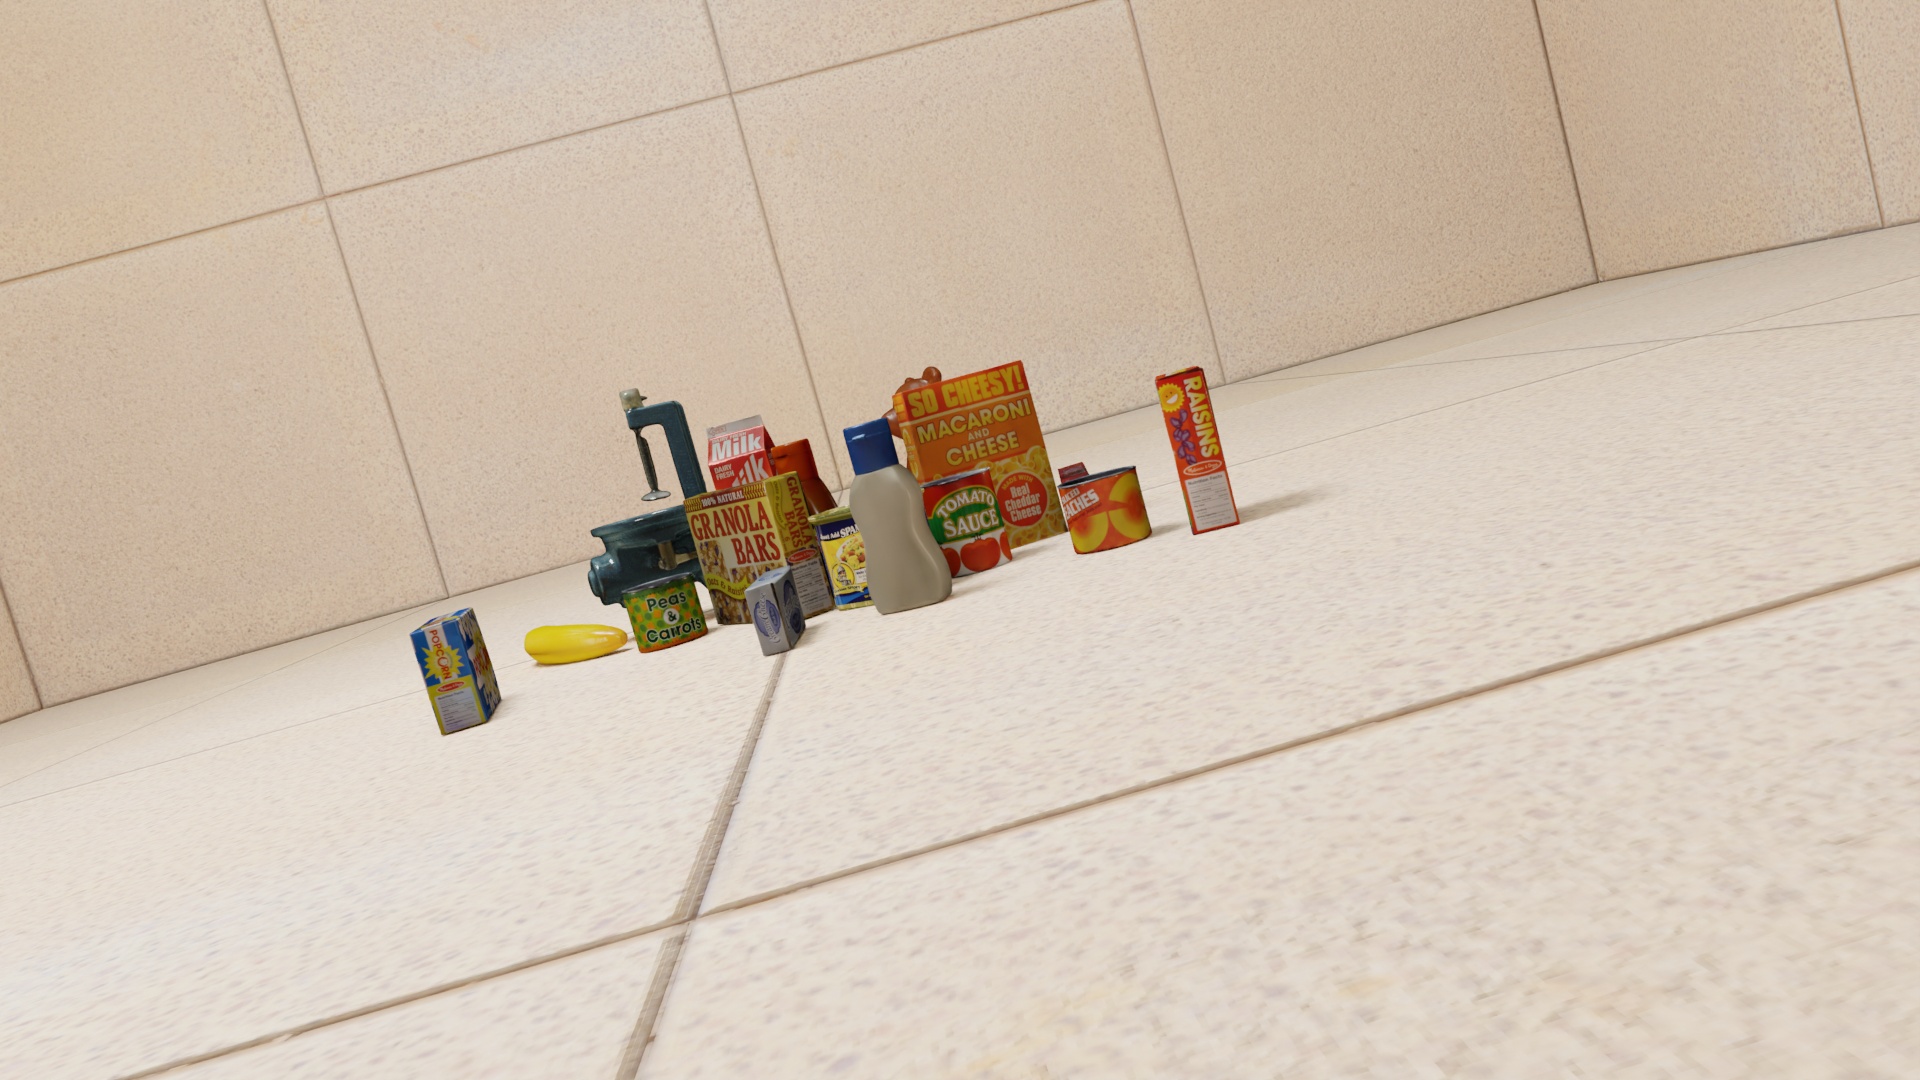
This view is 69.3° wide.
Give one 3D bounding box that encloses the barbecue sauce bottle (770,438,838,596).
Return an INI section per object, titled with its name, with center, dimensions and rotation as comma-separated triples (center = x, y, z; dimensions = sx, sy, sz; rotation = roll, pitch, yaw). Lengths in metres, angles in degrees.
[barbecue sauce bottle]
center = -0.138, -0.019, 1.286
dimensions = 0.064, 0.148, 0.044
rotation = -12, 6, 35

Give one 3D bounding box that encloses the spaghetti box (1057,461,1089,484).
[spaghetti box]
center = 0.115, -0.042, 1.339
dimensions = 0.029, 0.050, 0.250
rotation = -15, 6, 4

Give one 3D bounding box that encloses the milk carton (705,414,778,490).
[milk carton]
center = -0.244, -0.050, 1.651
dimensions = 0.072, 0.190, 0.073
rotation = -15, 5, 4

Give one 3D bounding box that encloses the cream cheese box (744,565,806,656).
[cream cheese box]
center = -0.141, 0.053, 1.074
dimensions = 0.024, 0.053, 0.104
rotation = -15, 6, 2

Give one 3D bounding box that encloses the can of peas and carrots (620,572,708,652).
[can of peas and carrots]
center = -0.268, 0.065, 1.264
dimensions = 0.071, 0.058, 0.071
rotation = -15, 5, 2

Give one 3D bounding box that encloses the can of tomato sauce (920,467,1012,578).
[can of tomato sauce]
center = 0.004, -0.015, 1.203
dimensions = 0.071, 0.083, 0.071
rotation = -15, 5, 2

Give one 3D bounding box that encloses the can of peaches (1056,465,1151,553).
[can of peaches]
center = 0.115, -0.024, 1.126
dimensions = 0.071, 0.058, 0.071
rotation = -15, 5, 2

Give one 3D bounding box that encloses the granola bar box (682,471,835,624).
[granola bar box]
center = -0.182, 0.010, 1.245
dimensions = 0.039, 0.124, 0.165
rotation = -19, 7, -35

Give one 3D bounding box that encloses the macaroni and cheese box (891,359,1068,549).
[macaroni and cheese box]
center = 0.017, -0.071, 1.289
dimensions = 0.124, 0.166, 0.040
rotation = -17, 5, -16

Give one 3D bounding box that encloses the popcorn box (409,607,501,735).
[popcorn box]
center = -0.409, 0.104, 1.130
dimensions = 0.038, 0.085, 0.126
rotation = -16, 6, -13

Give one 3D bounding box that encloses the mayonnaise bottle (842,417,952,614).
[mayonnaise bottle]
center = -0.054, -0.020, 1.077
dimensions = 0.064, 0.148, 0.041
rotation = -13, 6, 21

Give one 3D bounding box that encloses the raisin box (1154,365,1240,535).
[raisin box]
center = 0.184, -0.073, 1.085
dimensions = 0.040, 0.123, 0.086
rotation = -14, 5, 11
